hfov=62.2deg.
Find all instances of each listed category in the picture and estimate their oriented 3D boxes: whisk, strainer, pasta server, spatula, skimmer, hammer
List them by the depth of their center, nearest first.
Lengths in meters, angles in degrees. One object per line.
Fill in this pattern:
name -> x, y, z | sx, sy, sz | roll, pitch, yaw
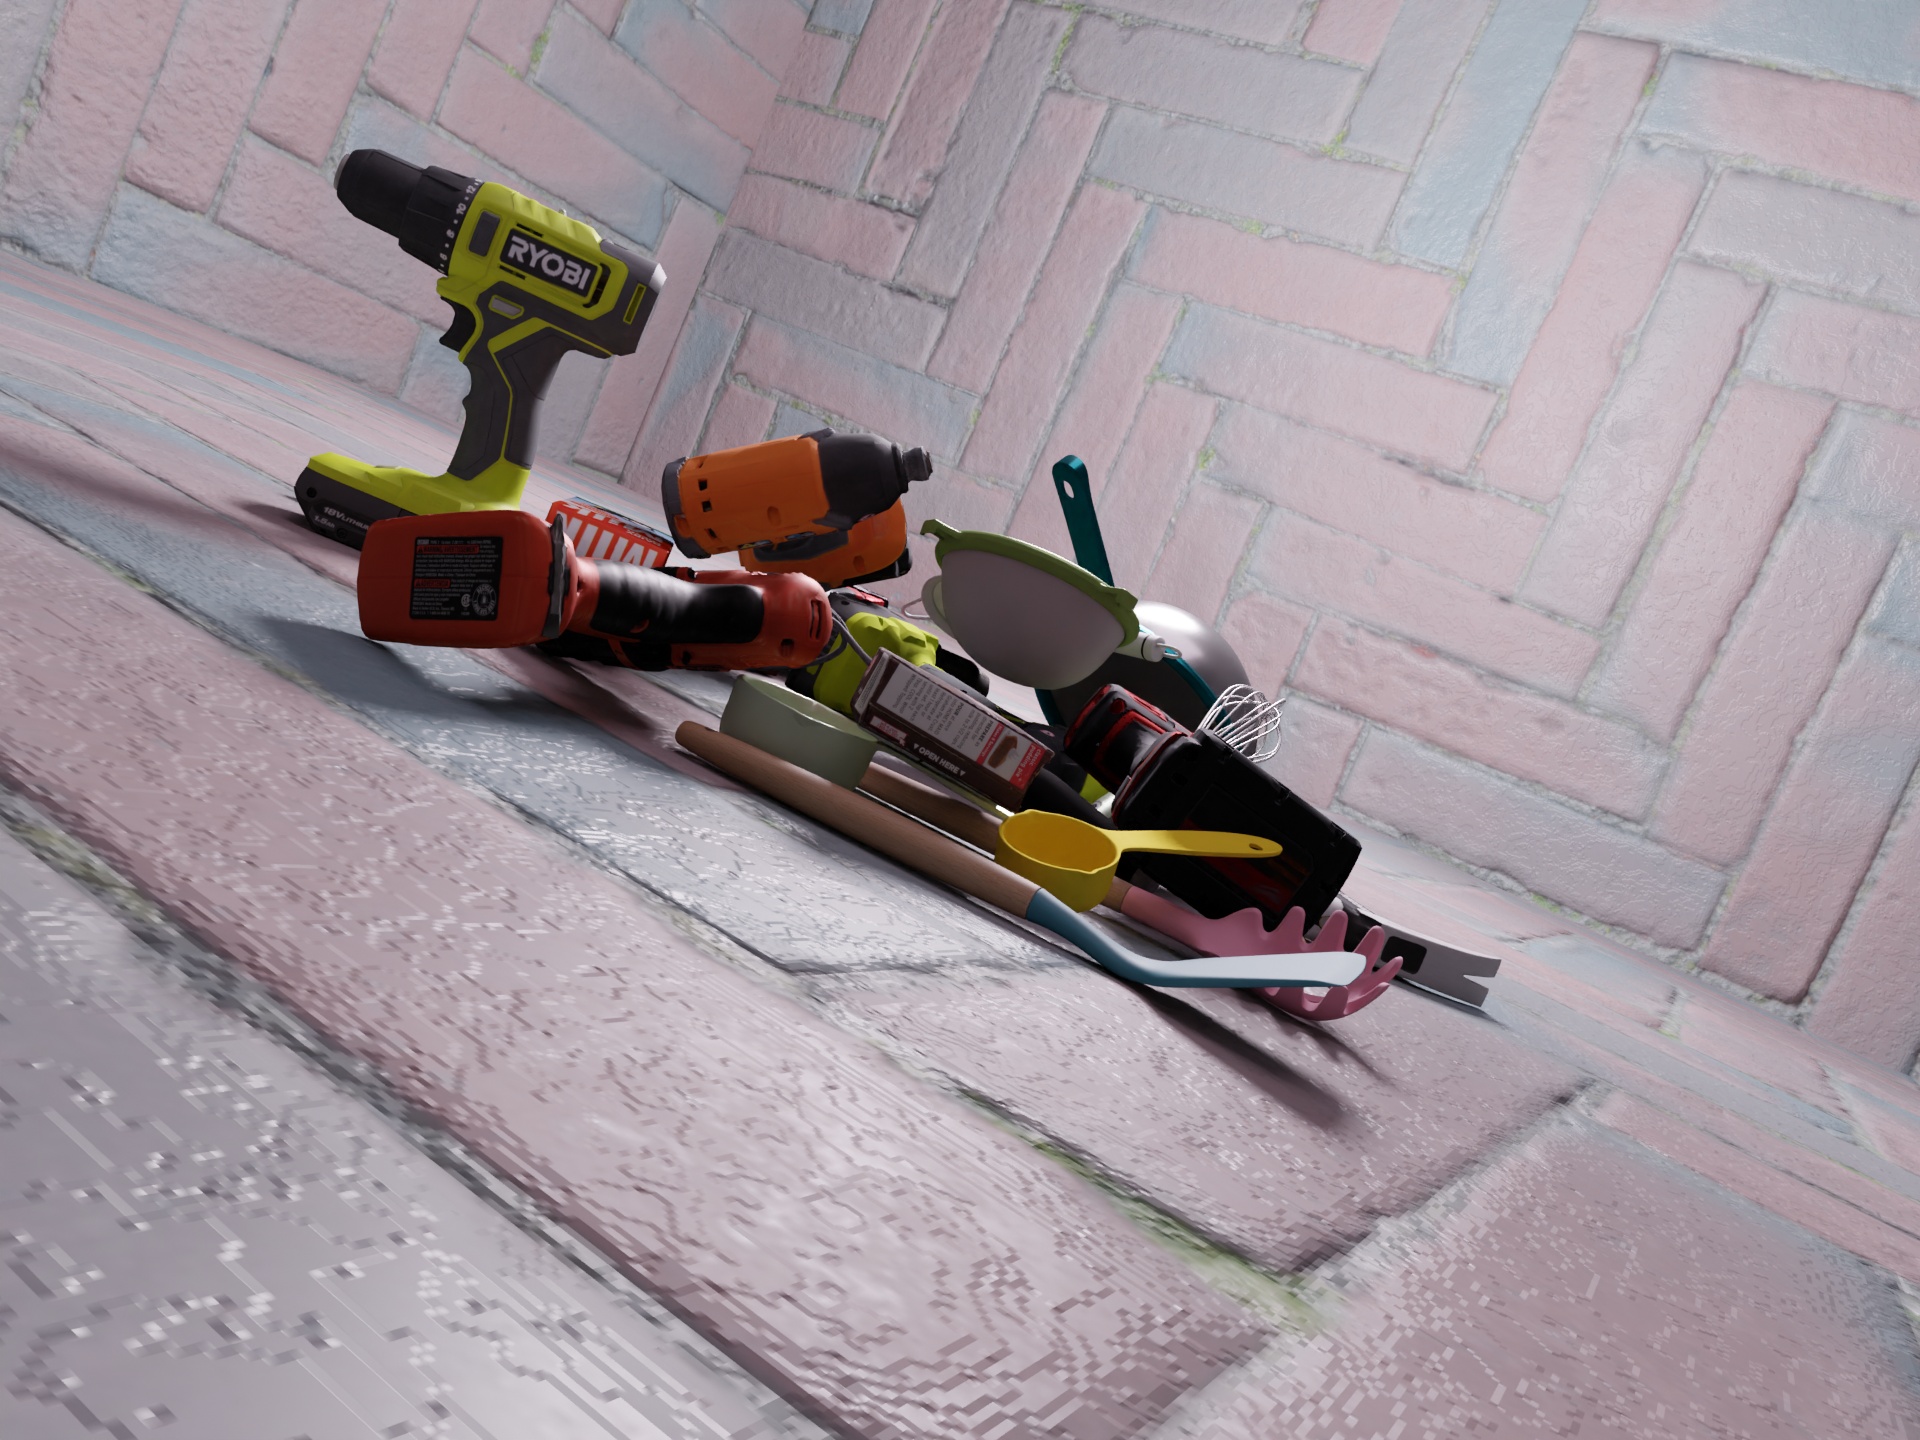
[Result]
spatula -> 0.013, 0.057, 0.679 | 0.317, 0.044, 0.082 | 24, 8, 18
pasta server -> 0.060, 0.071, 0.784 | 0.316, 0.040, 0.060 | 24, 34, 23
skimmer -> -0.041, 0.015, 0.963 | 0.363, 0.090, 0.127 | 37, -2, 25
whisk -> 0.153, 0.031, 1.080 | 0.246, 0.058, 0.059 | -28, 87, -45
strainer -> 0.046, -0.048, 1.127 | 0.151, 0.069, 0.256 | 22, -14, 13
hammer -> 0.271, 0.129, 1.170 | 0.146, 0.035, 0.335 | 22, 5, -7
strainer -> 0.062, -0.076, 1.216 | 0.259, 0.050, 0.086 | 17, -32, 39
strainer -> 0.146, -0.071, 1.243 | 0.211, 0.095, 0.340 | 18, -42, 44

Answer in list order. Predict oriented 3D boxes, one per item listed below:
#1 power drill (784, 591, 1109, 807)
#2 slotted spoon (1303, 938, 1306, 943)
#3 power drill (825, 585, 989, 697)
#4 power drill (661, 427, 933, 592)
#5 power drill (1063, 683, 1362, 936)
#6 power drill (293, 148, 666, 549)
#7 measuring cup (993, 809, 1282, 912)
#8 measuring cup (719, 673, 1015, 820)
power drill -> -0.002, -0.003, 1.090 | 0.223, 0.080, 0.171 | 29, 6, 23
slotted spoon -> 0.167, 0.080, 1.043 | 0.070, 0.031, 0.314 | 4, 18, -10
power drill -> -0.084, -0.068, 1.329 | 0.187, 0.080, 0.227 | 22, 4, -17
power drill -> -0.091, -0.139, 1.054 | 0.164, 0.084, 0.226 | -10, -3, 5
power drill -> 0.139, 0.051, 0.905 | 0.143, 0.078, 0.220 | 36, 5, -9
power drill -> -0.303, -0.207, 0.944 | 0.190, 0.228, 0.080 | 22, 5, -13
measuring cup -> 0.086, 0.069, 0.753 | 0.156, 0.029, 0.062 | 3, 23, -28
measuring cup -> -0.040, 0.031, 0.772 | 0.167, 0.038, 0.083 | 28, 4, -5
